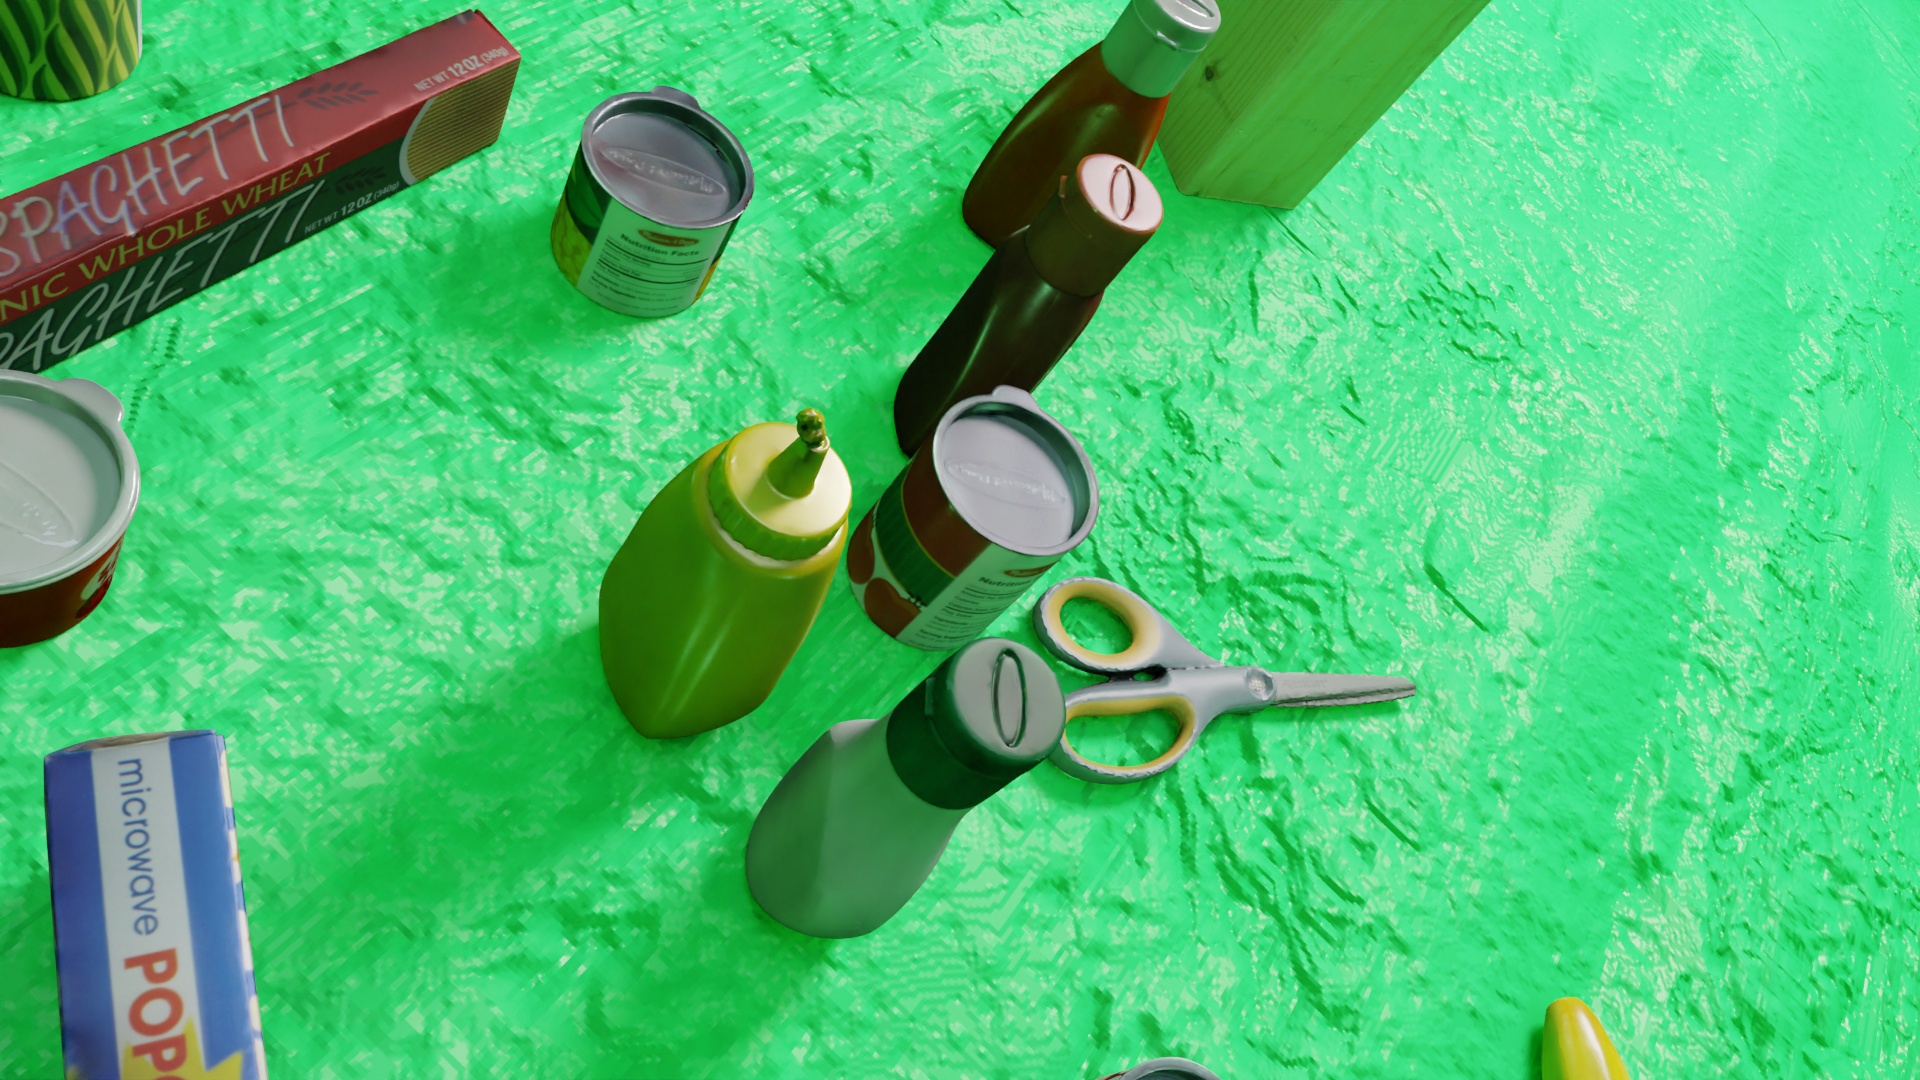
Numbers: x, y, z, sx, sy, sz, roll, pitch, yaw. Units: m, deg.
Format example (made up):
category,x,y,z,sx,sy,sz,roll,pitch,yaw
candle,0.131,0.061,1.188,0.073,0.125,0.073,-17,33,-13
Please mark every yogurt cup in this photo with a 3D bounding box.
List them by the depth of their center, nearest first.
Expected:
category,x,y,z,sx,sy,sz,roll,pitch,yaw
yogurt cup,-0.266,-0.005,0.383,0.072,0.053,0.073,15,55,-22

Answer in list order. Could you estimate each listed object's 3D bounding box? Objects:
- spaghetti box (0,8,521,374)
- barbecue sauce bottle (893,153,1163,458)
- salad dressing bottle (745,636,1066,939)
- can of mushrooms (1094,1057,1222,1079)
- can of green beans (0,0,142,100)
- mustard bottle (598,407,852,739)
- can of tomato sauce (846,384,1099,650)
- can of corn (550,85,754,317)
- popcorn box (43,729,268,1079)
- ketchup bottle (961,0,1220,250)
category,x,y,z,sx,sy,sz,roll,pitch,yaw
spaghetti box,-0.250,-0.112,0.462,0.028,0.050,0.251,43,50,0
barbecue sauce bottle,0.023,-0.087,0.539,0.043,0.147,0.065,22,53,-17
salad dressing bottle,-0.020,0.075,0.413,0.044,0.147,0.064,16,55,-21
can of mushrooms,0.066,0.207,0.455,0.071,0.033,0.071,15,55,-22
can of green beans,-0.315,-0.193,0.469,0.071,0.057,0.071,15,55,-22
mustard bottle,-0.068,0.007,0.420,0.049,0.159,0.065,-11,68,-35
can of tomato sauce,0.002,-0.007,0.519,0.071,0.082,0.071,15,55,-22
can of corn,-0.121,-0.132,0.543,0.071,0.058,0.071,15,55,-22
popcorn box,-0.189,0.119,0.329,0.038,0.084,0.127,-5,64,-32
ketchup bottle,0.059,-0.185,0.621,0.065,0.148,0.044,26,52,-14
